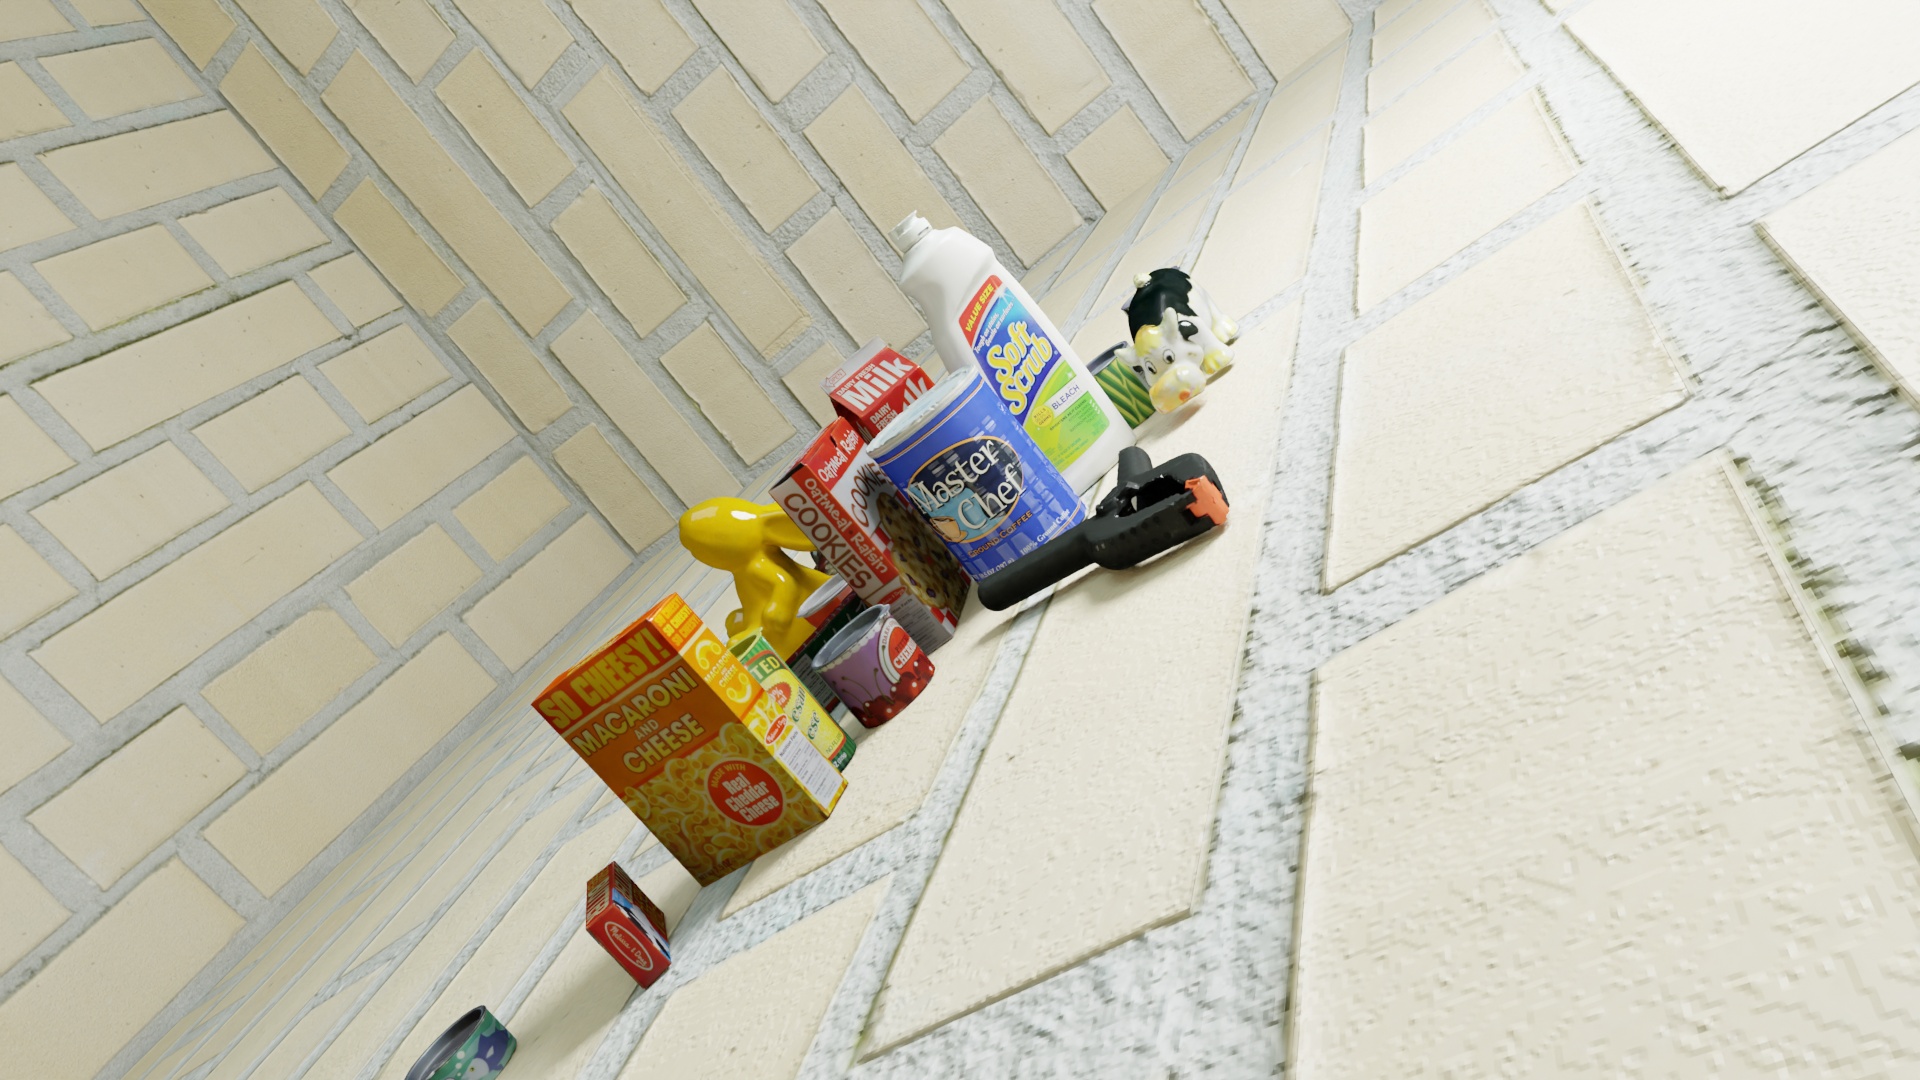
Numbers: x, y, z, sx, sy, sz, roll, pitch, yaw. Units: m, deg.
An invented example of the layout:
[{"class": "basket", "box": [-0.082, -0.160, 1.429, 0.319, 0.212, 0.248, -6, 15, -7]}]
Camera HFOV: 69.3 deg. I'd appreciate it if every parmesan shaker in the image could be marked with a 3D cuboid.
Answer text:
[{"class": "parmesan shaker", "box": [-0.124, 0.119, 0.929, 0.071, 0.103, 0.071, -38, 11, 9]}]

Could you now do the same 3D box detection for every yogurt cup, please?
[{"class": "yogurt cup", "box": [-0.097, 0.060, 1.193, 0.072, 0.054, 0.072, -38, 11, 9]}]

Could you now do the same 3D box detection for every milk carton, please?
[{"class": "milk carton", "box": [-0.037, -0.086, 1.218, 0.072, 0.190, 0.073, -43, 11, -15]}]

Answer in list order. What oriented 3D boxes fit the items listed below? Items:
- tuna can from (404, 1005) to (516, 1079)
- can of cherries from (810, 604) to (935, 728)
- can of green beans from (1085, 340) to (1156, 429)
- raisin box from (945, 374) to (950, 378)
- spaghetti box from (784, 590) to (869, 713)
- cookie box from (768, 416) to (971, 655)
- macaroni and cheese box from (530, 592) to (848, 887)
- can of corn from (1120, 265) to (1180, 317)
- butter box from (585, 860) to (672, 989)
[{"class": "tuna can", "box": [-0.322, 0.338, 0.894, 0.071, 0.033, 0.071, -38, 11, 9]}, {"class": "can of cherries", "box": [-0.058, 0.086, 0.959, 0.071, 0.058, 0.072, -38, 11, 9]}, {"class": "can of green beans", "box": [0.132, -0.126, 1.176, 0.071, 0.057, 0.071, -38, 11, 9]}, {"class": "raisin box", "box": [0.045, -0.120, 1.258, 0.040, 0.123, 0.086, -33, 13, 30]}, {"class": "spaghetti box", "box": [-0.097, 0.089, 1.091, 0.028, 0.050, 0.251, -25, 18, 52]}, {"class": "cookie box", "box": [-0.062, -0.005, 1.044, 0.040, 0.167, 0.123, -36, 12, 19]}, {"class": "macaroni and cheese box", "box": [-0.172, 0.129, 0.881, 0.123, 0.166, 0.040, -34, 13, 29]}, {"class": "can of corn", "box": [0.198, -0.219, 1.322, 0.071, 0.058, 0.071, -38, 11, 9]}, {"class": "butter box", "box": [-0.207, 0.237, 0.864, 0.024, 0.053, 0.103, -42, 11, -10]}]
